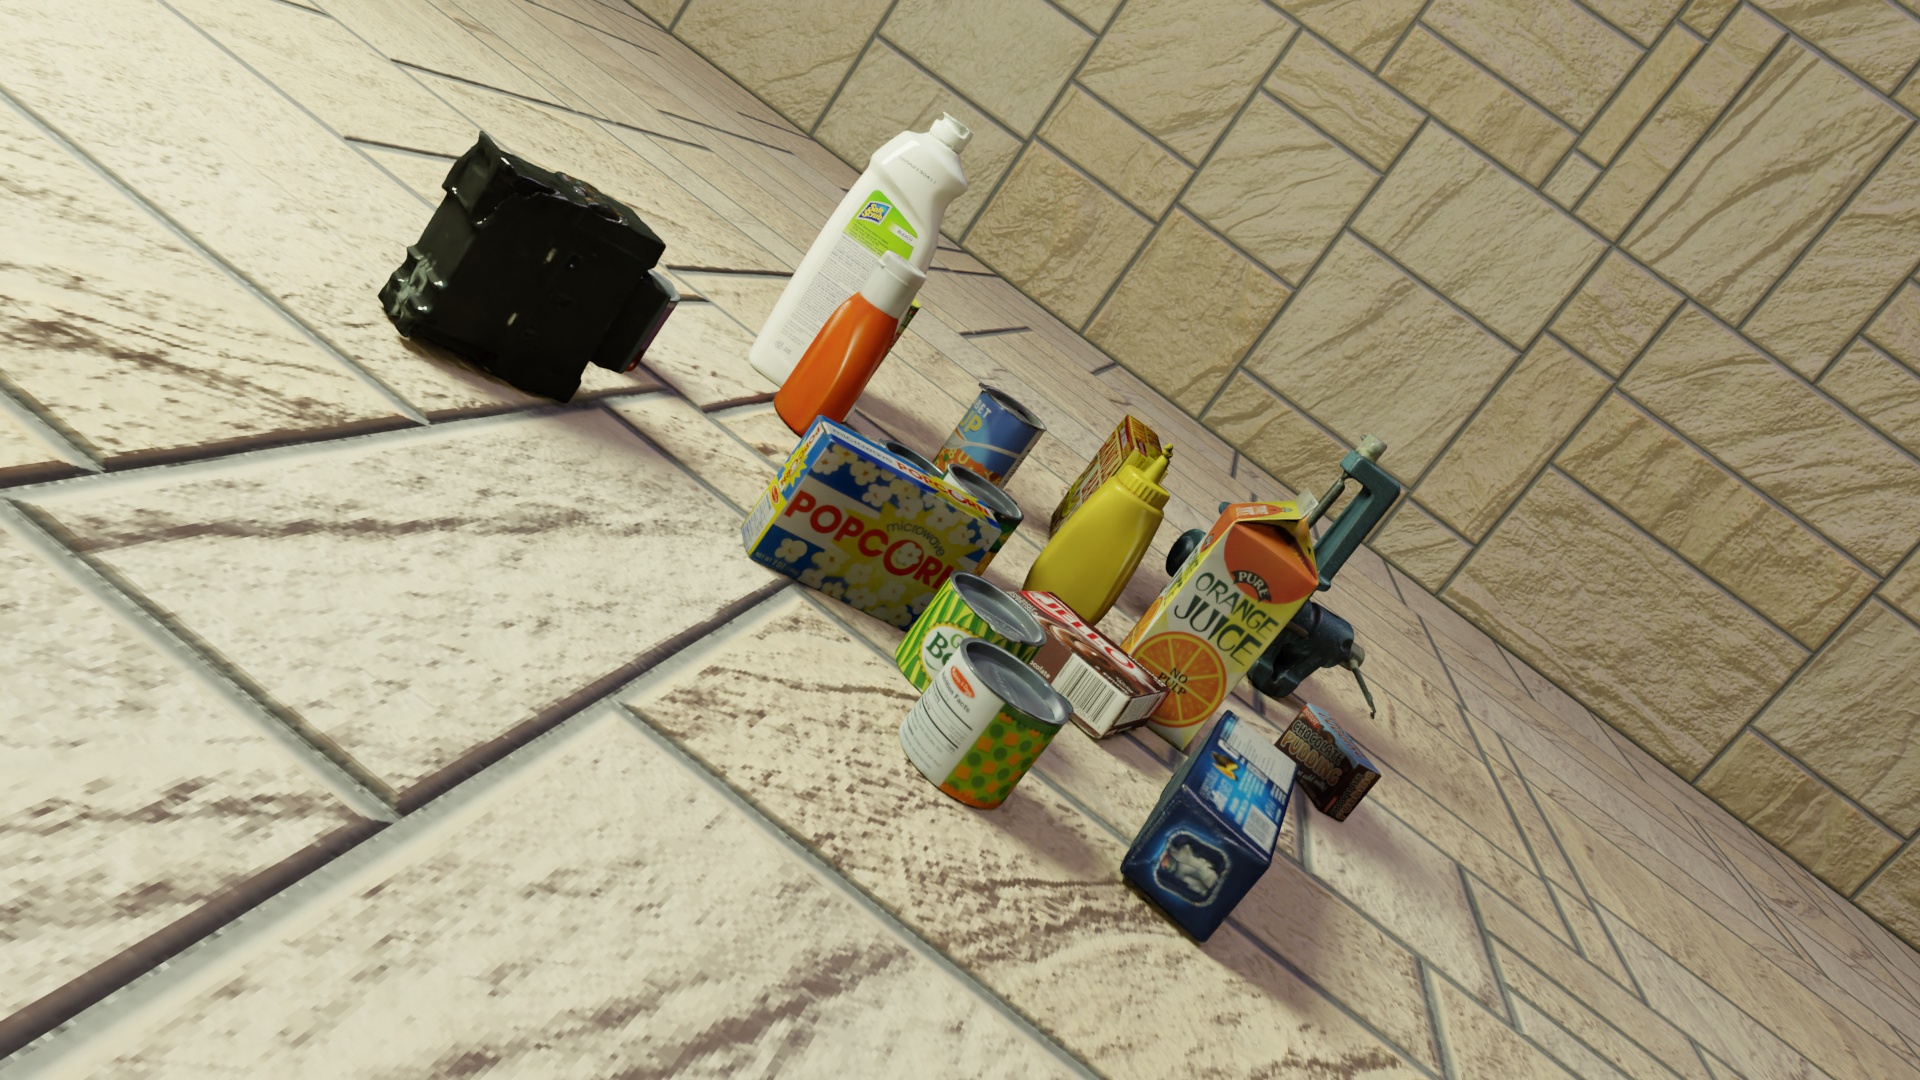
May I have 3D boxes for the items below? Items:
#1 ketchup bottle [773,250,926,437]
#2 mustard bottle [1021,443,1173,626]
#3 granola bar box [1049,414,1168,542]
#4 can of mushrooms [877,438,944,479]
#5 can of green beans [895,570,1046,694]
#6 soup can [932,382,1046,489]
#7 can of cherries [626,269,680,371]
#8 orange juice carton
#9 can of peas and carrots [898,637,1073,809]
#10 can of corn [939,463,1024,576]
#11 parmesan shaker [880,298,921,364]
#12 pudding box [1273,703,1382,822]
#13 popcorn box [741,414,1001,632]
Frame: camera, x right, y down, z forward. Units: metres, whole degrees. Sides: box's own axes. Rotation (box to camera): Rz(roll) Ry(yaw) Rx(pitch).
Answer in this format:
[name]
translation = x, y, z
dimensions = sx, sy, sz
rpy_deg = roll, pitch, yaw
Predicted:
[ketchup bottle]
translation = -0.082, -0.146, 1.041
dimensions = 0.043, 0.148, 0.065
rpy_deg = 24, 18, -39
[mustard bottle]
translation = 0.108, -0.004, 1.003
dimensions = 0.065, 0.160, 0.049
rpy_deg = 38, 14, 8
[granola bar box]
translation = 0.128, -0.040, 1.228
dimensions = 0.039, 0.124, 0.166
rpy_deg = 35, 15, -5
[can of mushrooms]
translation = -0.041, -0.045, 1.046
dimensions = 0.071, 0.033, 0.071
rpy_deg = 33, 15, -10
[can of green beans]
translation = 0.005, 0.059, 0.783
dimensions = 0.071, 0.057, 0.071
rpy_deg = 33, 15, -10
[soup can]
translation = 0.022, -0.084, 1.209
dimensions = 0.071, 0.083, 0.071
rpy_deg = 33, 15, -10
[can of cherries]
translation = -0.227, -0.153, 0.917
dimensions = 0.071, 0.058, 0.072
rpy_deg = 33, 15, -10
[orange juice carton]
translation = 0.184, 0.043, 0.965
dimensions = 0.073, 0.192, 0.072
rpy_deg = 36, 14, 1
[can of peas and carrots]
translation = 0.013, 0.092, 0.697
dimensions = 0.071, 0.058, 0.071
rpy_deg = 33, 15, -10
[can of corn]
translation = 0.004, -0.013, 0.998
dimensions = 0.071, 0.058, 0.071
rpy_deg = 33, 15, -10
[parmesan shaker]
translation = -0.089, -0.183, 1.224
dimensions = 0.071, 0.103, 0.071
rpy_deg = 34, 15, -10
[pudding box]
translation = 0.282, 0.170, 1.074
dimensions = 0.030, 0.049, 0.084
rpy_deg = 29, 16, -27
[popcorn box]
translation = -0.051, -0.007, 0.805
dimensions = 0.126, 0.085, 0.038
rpy_deg = 28, 17, -29
